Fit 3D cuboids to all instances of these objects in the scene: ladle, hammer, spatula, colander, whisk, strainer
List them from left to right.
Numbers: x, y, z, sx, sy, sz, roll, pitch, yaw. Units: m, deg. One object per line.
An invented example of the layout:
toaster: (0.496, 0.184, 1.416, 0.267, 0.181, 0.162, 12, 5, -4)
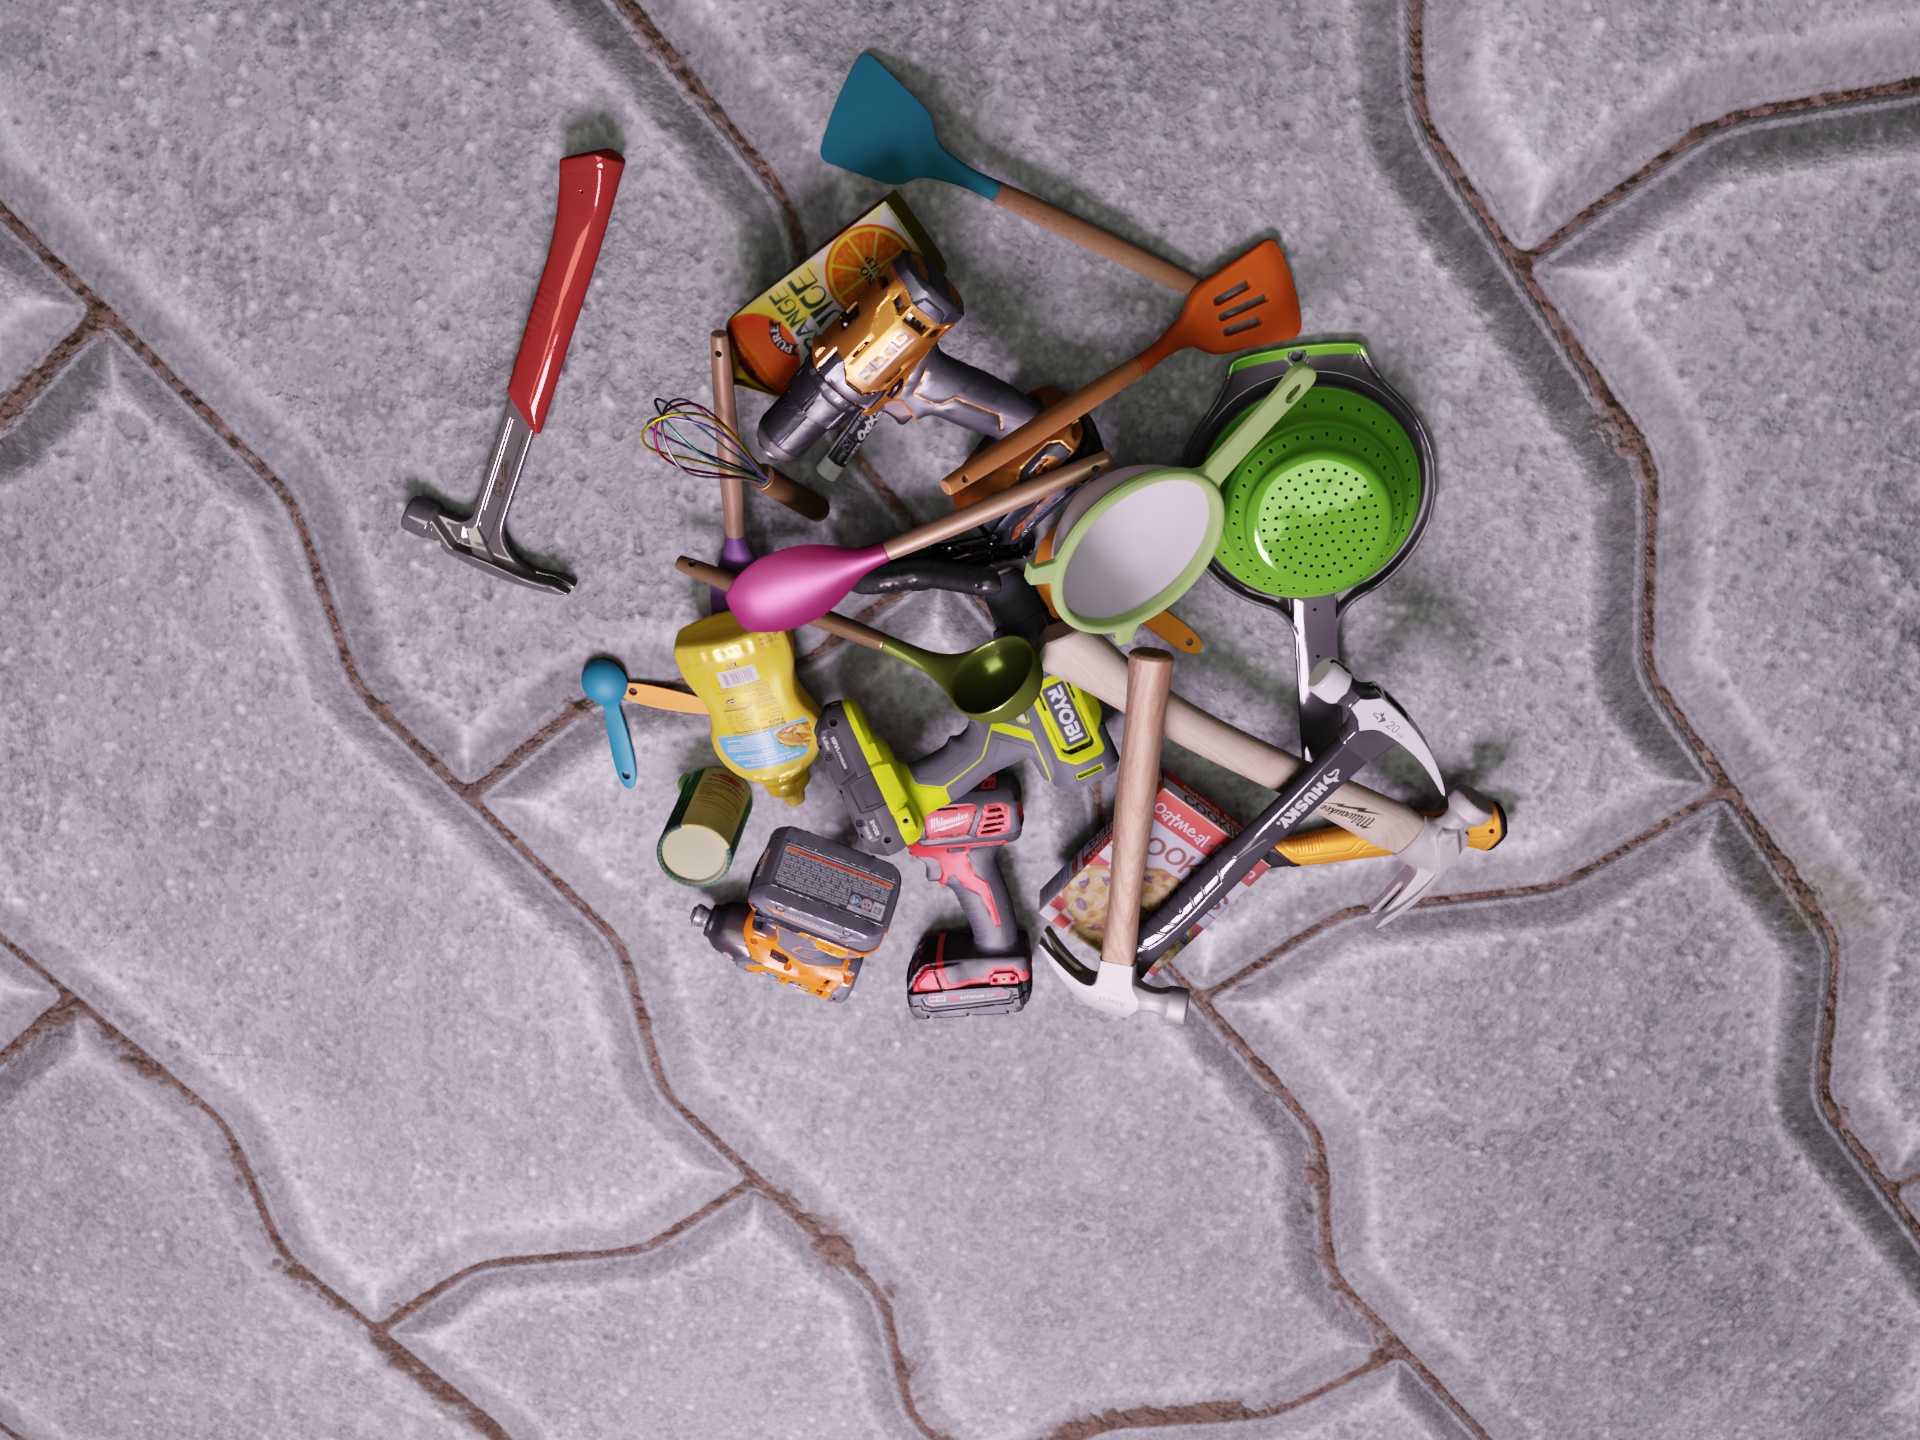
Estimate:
hammer: (-0.328, -0.276, 1.266, 0.149, 0.037, 0.359, 23, 115, -7)
spatula: (-0.179, -0.170, 1.271, 0.060, 0.018, 0.315, 4, 134, 2)
whisk: (-0.165, -0.191, 1.204, 0.051, 0.244, 0.047, 44, 99, 22)
ladle: (-0.085, -0.077, 1.268, 0.320, 0.078, 0.062, 22, 156, 9)
spatula: (0.051, -0.389, 1.193, 0.317, 0.044, 0.082, 22, 115, -12)
spatula: (0.119, -0.251, 1.177, 0.322, 0.041, 0.081, -35, 120, -19)
hammer: (0.137, 0.097, 1.302, 0.130, 0.031, 0.331, 9, 114, 13)
strainer: (0.155, -0.180, 1.191, 0.256, 0.069, 0.151, -47, 142, 13)
hammer: (0.236, 0.037, 1.321, 0.410, 0.038, 0.146, 27, 118, -14)
hammer: (0.248, 0.104, 1.318, 0.146, 0.035, 0.334, 34, 116, -15)
hammer: (0.308, 0.106, 1.404, 0.337, 0.034, 0.127, -9, 116, 8)
colander: (0.287, -0.095, 1.275, 0.204, 0.095, 0.396, -6, 115, 7)

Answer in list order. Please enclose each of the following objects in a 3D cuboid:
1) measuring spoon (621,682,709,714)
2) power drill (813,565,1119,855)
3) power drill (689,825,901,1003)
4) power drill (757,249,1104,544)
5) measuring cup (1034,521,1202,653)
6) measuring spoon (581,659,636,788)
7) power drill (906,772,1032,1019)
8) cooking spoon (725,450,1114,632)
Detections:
measuring spoon: (-0.245, -0.019, 1.399, 0.117, 0.011, 0.021, 11, 120, 3)
power drill: (-0.002, -0.004, 1.324, 0.228, 0.080, 0.190, -25, 97, -1)
power drill: (-0.150, 0.173, 1.398, 0.164, 0.084, 0.226, 21, 151, -6)
power drill: (-0.025, -0.224, 1.205, 0.185, 0.084, 0.226, -40, 129, 23)
measuring cup: (0.142, -0.099, 1.296, 0.173, 0.052, 0.095, 33, 89, -21)
measuring spoon: (-0.308, 0.008, 1.405, 0.042, 0.021, 0.128, 1, 117, 16)
power drill: (-0.008, 0.153, 1.428, 0.143, 0.079, 0.219, -5, 112, 5)
cooking spoon: (-0.033, -0.139, 1.216, 0.319, 0.017, 0.068, -21, 123, 11)
